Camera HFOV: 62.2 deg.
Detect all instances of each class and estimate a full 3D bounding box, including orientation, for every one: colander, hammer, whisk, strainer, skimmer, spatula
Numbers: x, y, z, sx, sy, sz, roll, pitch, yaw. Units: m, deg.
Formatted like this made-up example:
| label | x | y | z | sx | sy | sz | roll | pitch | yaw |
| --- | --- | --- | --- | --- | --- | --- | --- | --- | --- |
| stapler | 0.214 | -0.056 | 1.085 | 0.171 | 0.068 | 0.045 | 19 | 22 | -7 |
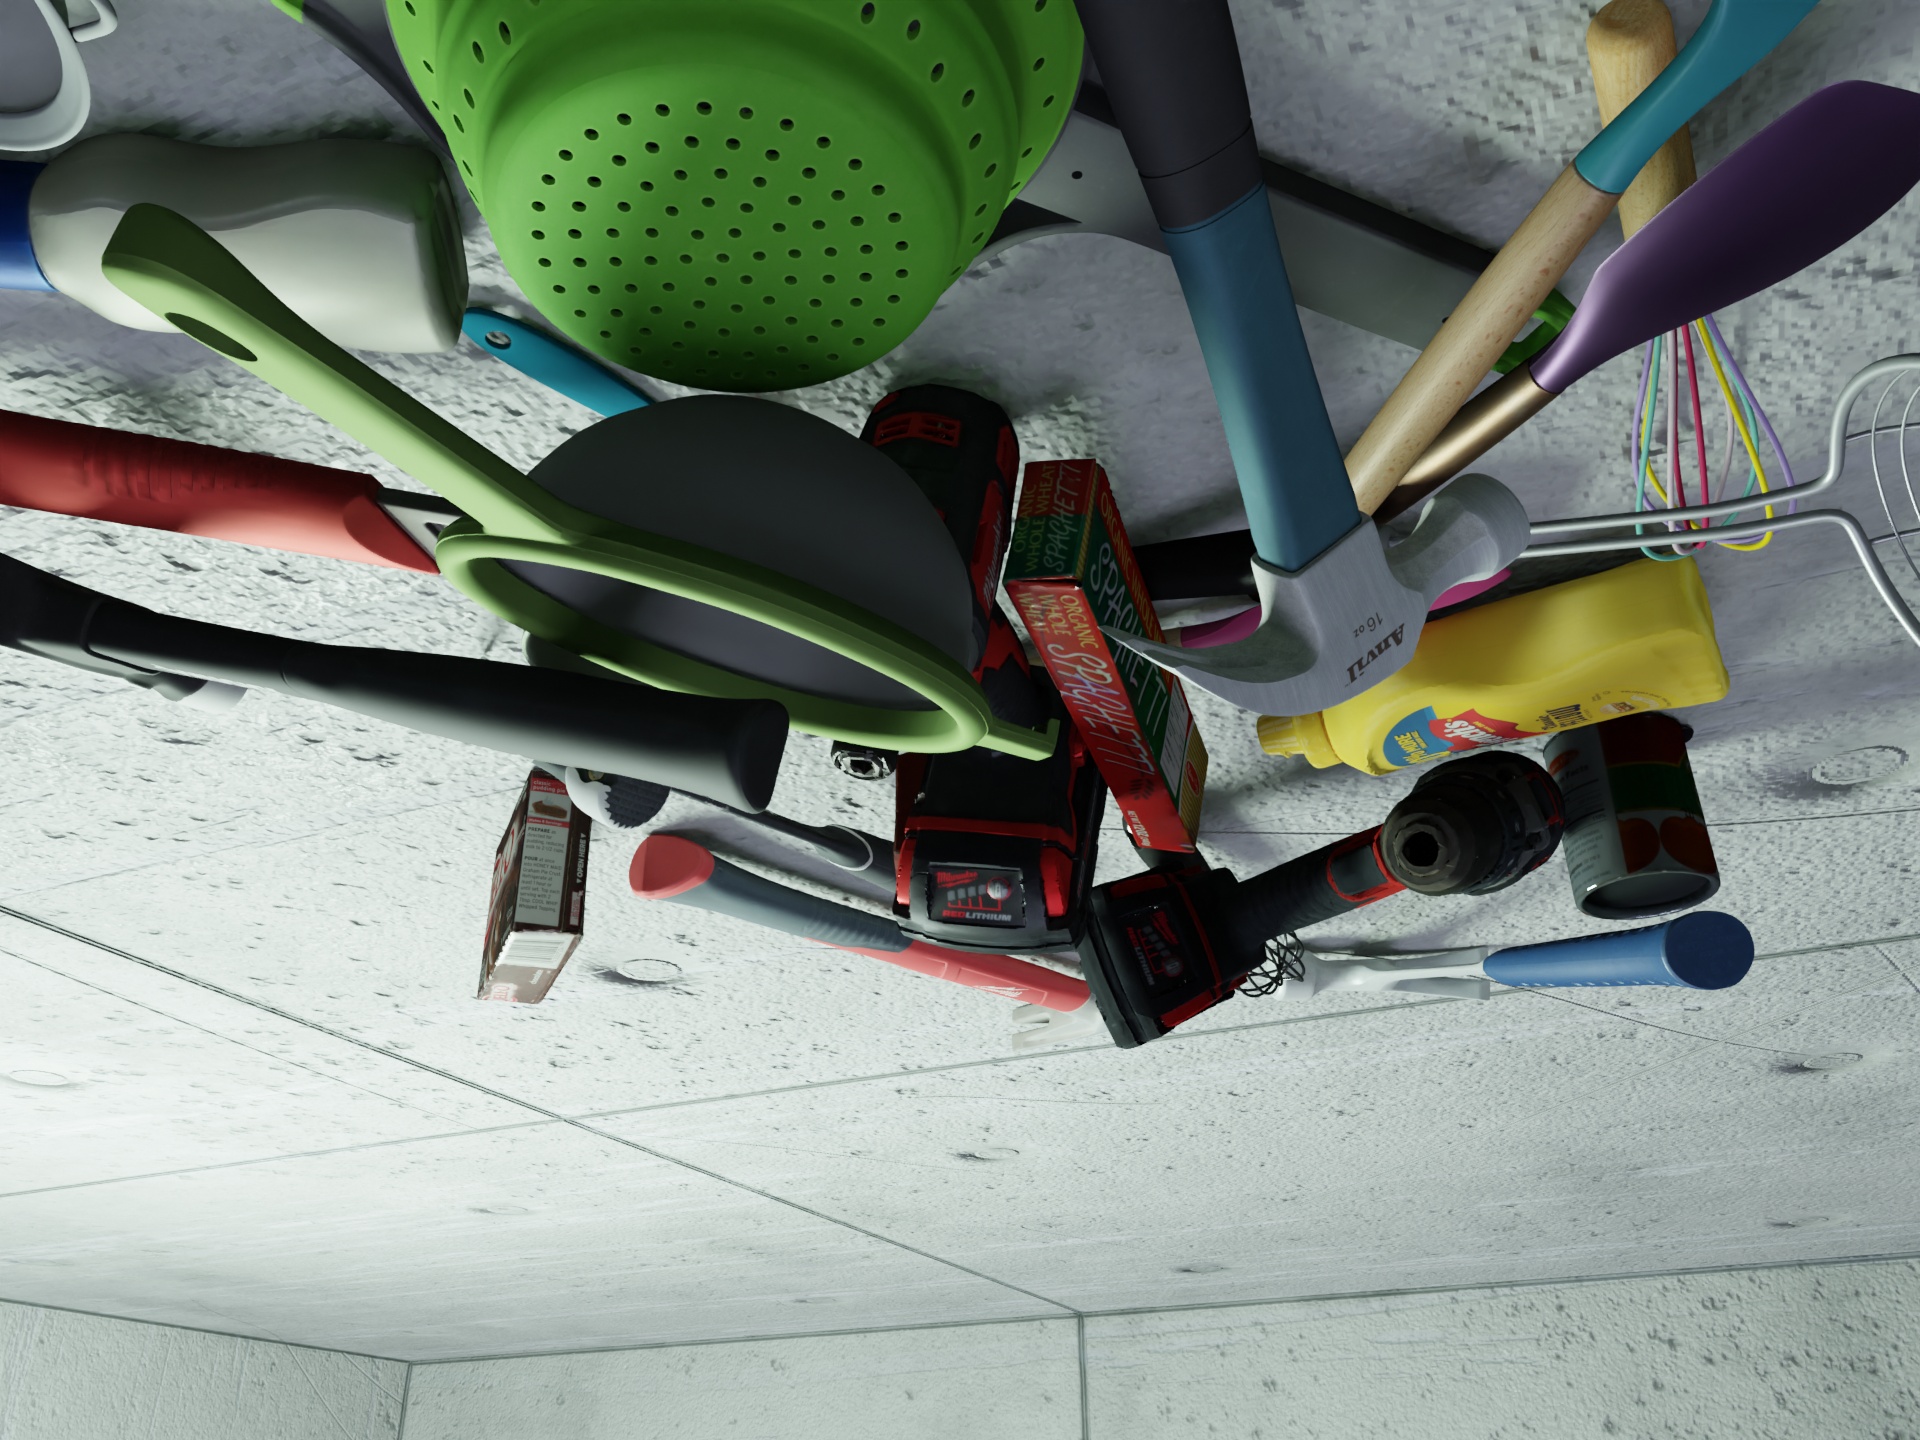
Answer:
| label | x | y | z | sx | sy | sz | roll | pitch | yaw |
| --- | --- | --- | --- | --- | --- | --- | --- | --- | --- |
| colander | 0.017 | -0.132 | 0.425 | 0.396 | 0.095 | 0.204 | 13 | 149 | -23 |
| hammer | -0.233 | -0.068 | 0.561 | 0.359 | 0.037 | 0.149 | 9 | 136 | -7 |
| whisk | 0.147 | 0.105 | 0.926 | 0.055 | 0.055 | 0.238 | -15 | 144 | 24 |
| hammer | -0.075 | 0.059 | 0.800 | 0.149 | 0.036 | 0.408 | 24 | 177 | 38 |
| strainer | -0.080 | -0.063 | 0.383 | 0.151 | 0.069 | 0.256 | 10 | 166 | 30 |
| skimmer | 0.179 | -0.040 | 0.500 | 0.363 | 0.090 | 0.127 | -1 | 133 | 44 |
| strainer | -0.313 | -0.177 | 0.396 | 0.258 | 0.050 | 0.086 | -1 | 146 | 13 |
| hammer | 0.300 | 0.135 | 0.873 | 0.144 | 0.035 | 0.405 | 1 | 169 | -7 |
| hammer | -0.045 | 0.146 | 1.001 | 0.386 | 0.038 | 0.143 | 23 | 145 | -37 |
| spatula | 0.153 | -0.134 | 0.430 | 0.082 | 0.044 | 0.317 | -6 | 150 | -24 |
| whisk | 0.225 | -0.125 | 0.505 | 0.051 | 0.047 | 0.244 | -24 | 141 | 16 |
| hammer | 0.055 | -0.134 | 0.367 | 0.128 | 0.033 | 0.330 | -38 | 127 | -15 |
| hammer | -0.195 | -0.015 | 0.503 | 0.335 | 0.035 | 0.146 | 9 | 169 | 29 |
| spatula | 0.176 | -0.100 | 0.517 | 0.059 | 0.018 | 0.316 | 5 | 161 | -19 |

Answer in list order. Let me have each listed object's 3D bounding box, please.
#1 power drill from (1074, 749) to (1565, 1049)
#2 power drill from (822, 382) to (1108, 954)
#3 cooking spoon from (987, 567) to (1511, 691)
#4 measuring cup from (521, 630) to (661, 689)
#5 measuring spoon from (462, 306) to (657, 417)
| label | x | y | z | sx | sy | sz | roll | pitch | yaw |
| --- | --- | --- | --- | --- | --- | --- | --- | --- | --- |
| power drill | 0.163 | 0.079 | 0.742 | 0.226 | 0.080 | 0.188 | -26 | 169 | 27 |
| power drill | -0.001 | -0.002 | 0.596 | 0.078 | 0.143 | 0.219 | 2 | 148 | 16 |
| cooking spoon | 0.074 | -0.028 | 0.689 | 0.319 | 0.017 | 0.068 | -11 | 174 | 25 |
| measuring cup | -0.101 | -0.032 | 0.673 | 0.167 | 0.038 | 0.083 | 15 | 148 | -29 |
| measuring spoon | -0.119 | -0.103 | 0.553 | 0.042 | 0.021 | 0.128 | -24 | 144 | 36 |
